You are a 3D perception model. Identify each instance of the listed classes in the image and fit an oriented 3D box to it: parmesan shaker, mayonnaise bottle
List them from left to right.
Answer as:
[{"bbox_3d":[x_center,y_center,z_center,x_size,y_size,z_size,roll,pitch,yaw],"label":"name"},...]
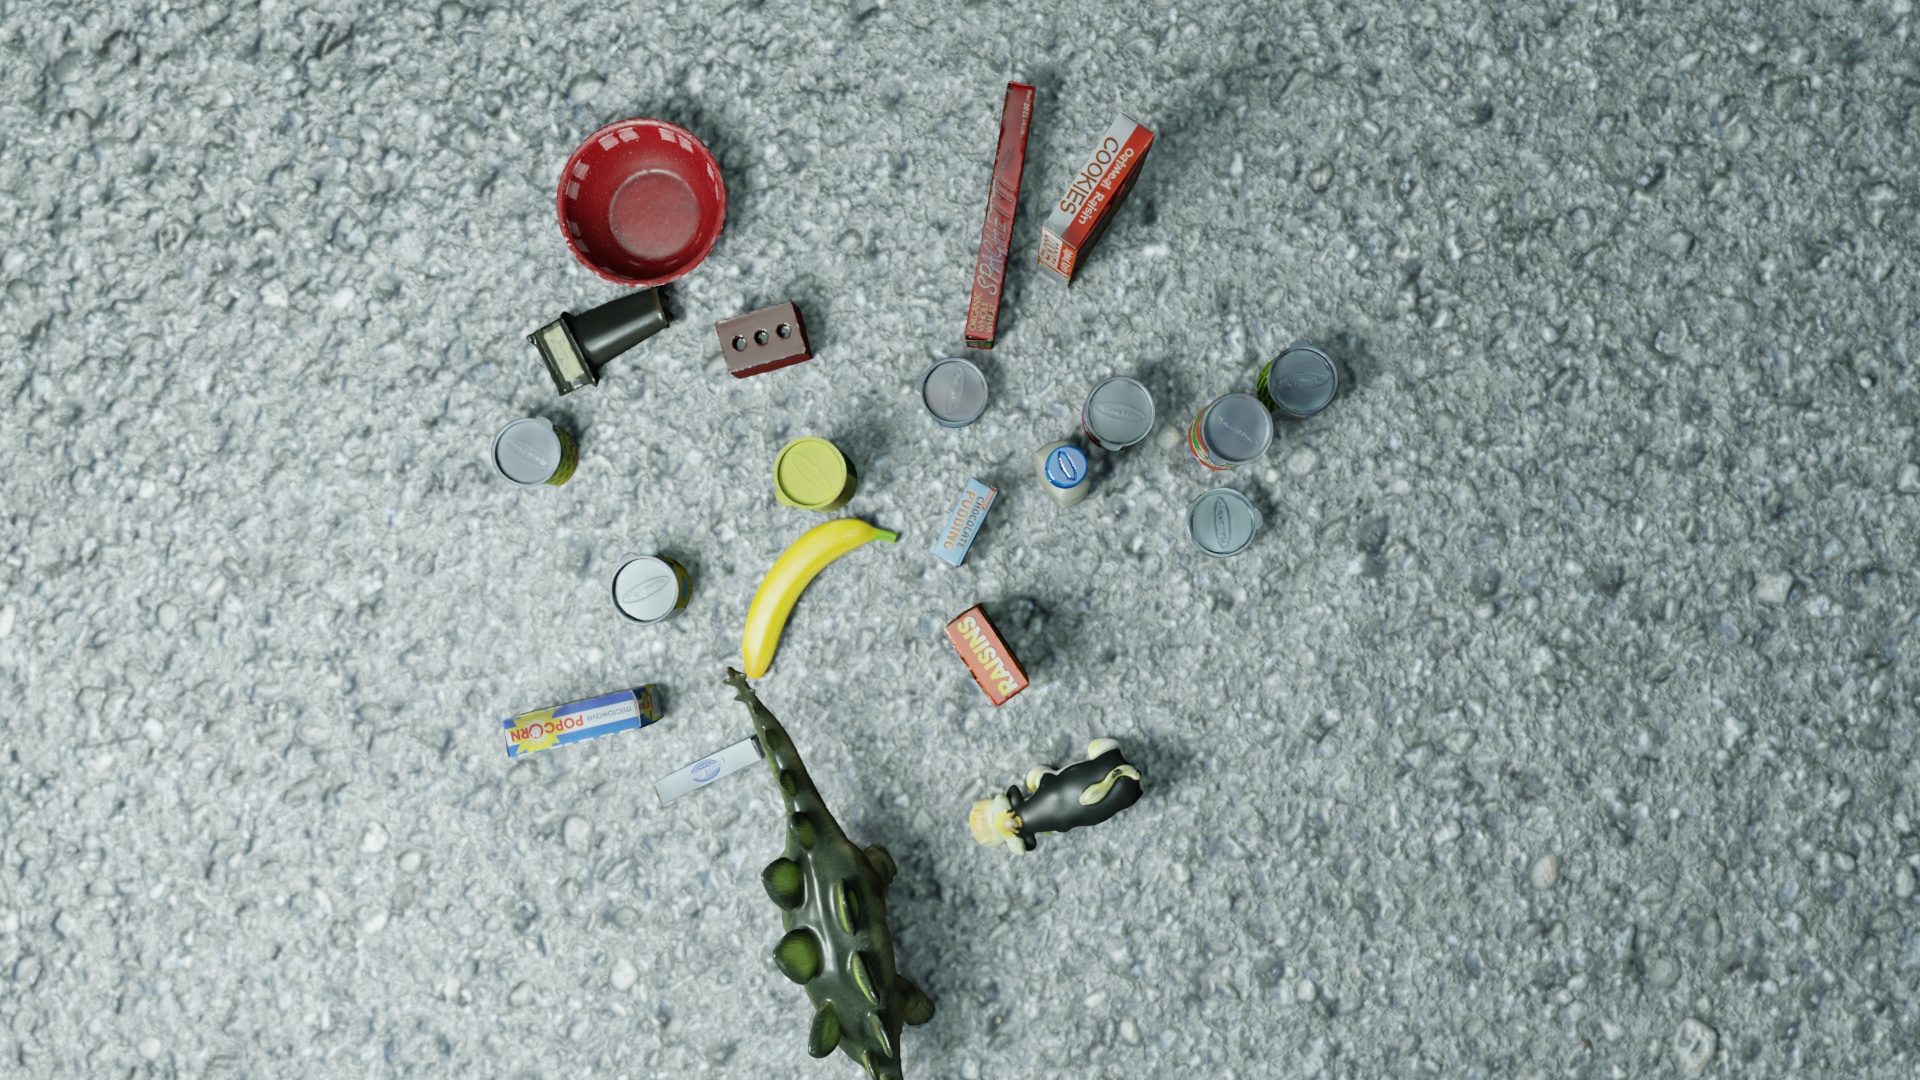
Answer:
[{"bbox_3d":[-0.136,-0.058,1.296,0.071,0.103,0.071,0,89,1],"label":"parmesan shaker"},{"bbox_3d":[0.094,-0.063,1.269,0.041,0.148,0.065,-27,89,1],"label":"mayonnaise bottle"}]

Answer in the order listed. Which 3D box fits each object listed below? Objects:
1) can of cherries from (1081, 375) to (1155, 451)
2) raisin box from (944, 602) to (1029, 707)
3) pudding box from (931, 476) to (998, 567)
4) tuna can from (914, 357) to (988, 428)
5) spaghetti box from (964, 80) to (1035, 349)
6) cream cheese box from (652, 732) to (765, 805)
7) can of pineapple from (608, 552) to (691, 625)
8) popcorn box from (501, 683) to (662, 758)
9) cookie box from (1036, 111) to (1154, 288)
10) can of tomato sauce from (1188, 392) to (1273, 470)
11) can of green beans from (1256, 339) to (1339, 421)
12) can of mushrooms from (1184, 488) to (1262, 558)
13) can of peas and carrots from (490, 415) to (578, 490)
[{"bbox_3d":[0.147,-0.117,1.315,0.071,0.058,0.071,0,89,1],"label":"can of cherries"},{"bbox_3d":[0.024,0.103,1.278,0.040,0.123,0.086,-33,89,1],"label":"raisin box"},{"bbox_3d":[0.005,-0.017,1.319,0.030,0.049,0.083,28,89,1],"label":"pudding box"},{"bbox_3d":[-0.008,-0.141,1.331,0.071,0.033,0.071,0,89,1],"label":"tuna can"},{"bbox_3d":[0.037,-0.307,1.326,0.029,0.050,0.250,9,89,1],"label":"spaghetti box"},{"bbox_3d":[-0.235,0.215,1.315,0.104,0.053,0.024,-25,89,0],"label":"cream cheese box"},{"bbox_3d":[-0.294,0.045,1.318,0.071,0.058,0.071,0,89,1],"label":"can of pineapple"},{"bbox_3d":[-0.353,0.168,1.302,0.127,0.085,0.038,-13,89,1],"label":"popcorn box"},{"bbox_3d":[0.120,-0.305,1.265,0.040,0.167,0.123,33,90,1],"label":"cookie box"},{"bbox_3d":[0.250,-0.099,1.300,0.071,0.083,0.071,0,89,1],"label":"can of tomato sauce"},{"bbox_3d":[0.318,-0.148,1.313,0.071,0.058,0.071,0,89,1],"label":"can of green beans"},{"bbox_3d":[0.250,-0.016,1.323,0.071,0.033,0.071,0,89,1],"label":"can of mushrooms"},{"bbox_3d":[-0.404,-0.084,1.323,0.071,0.058,0.071,0,89,1],"label":"can of peas and carrots"}]
